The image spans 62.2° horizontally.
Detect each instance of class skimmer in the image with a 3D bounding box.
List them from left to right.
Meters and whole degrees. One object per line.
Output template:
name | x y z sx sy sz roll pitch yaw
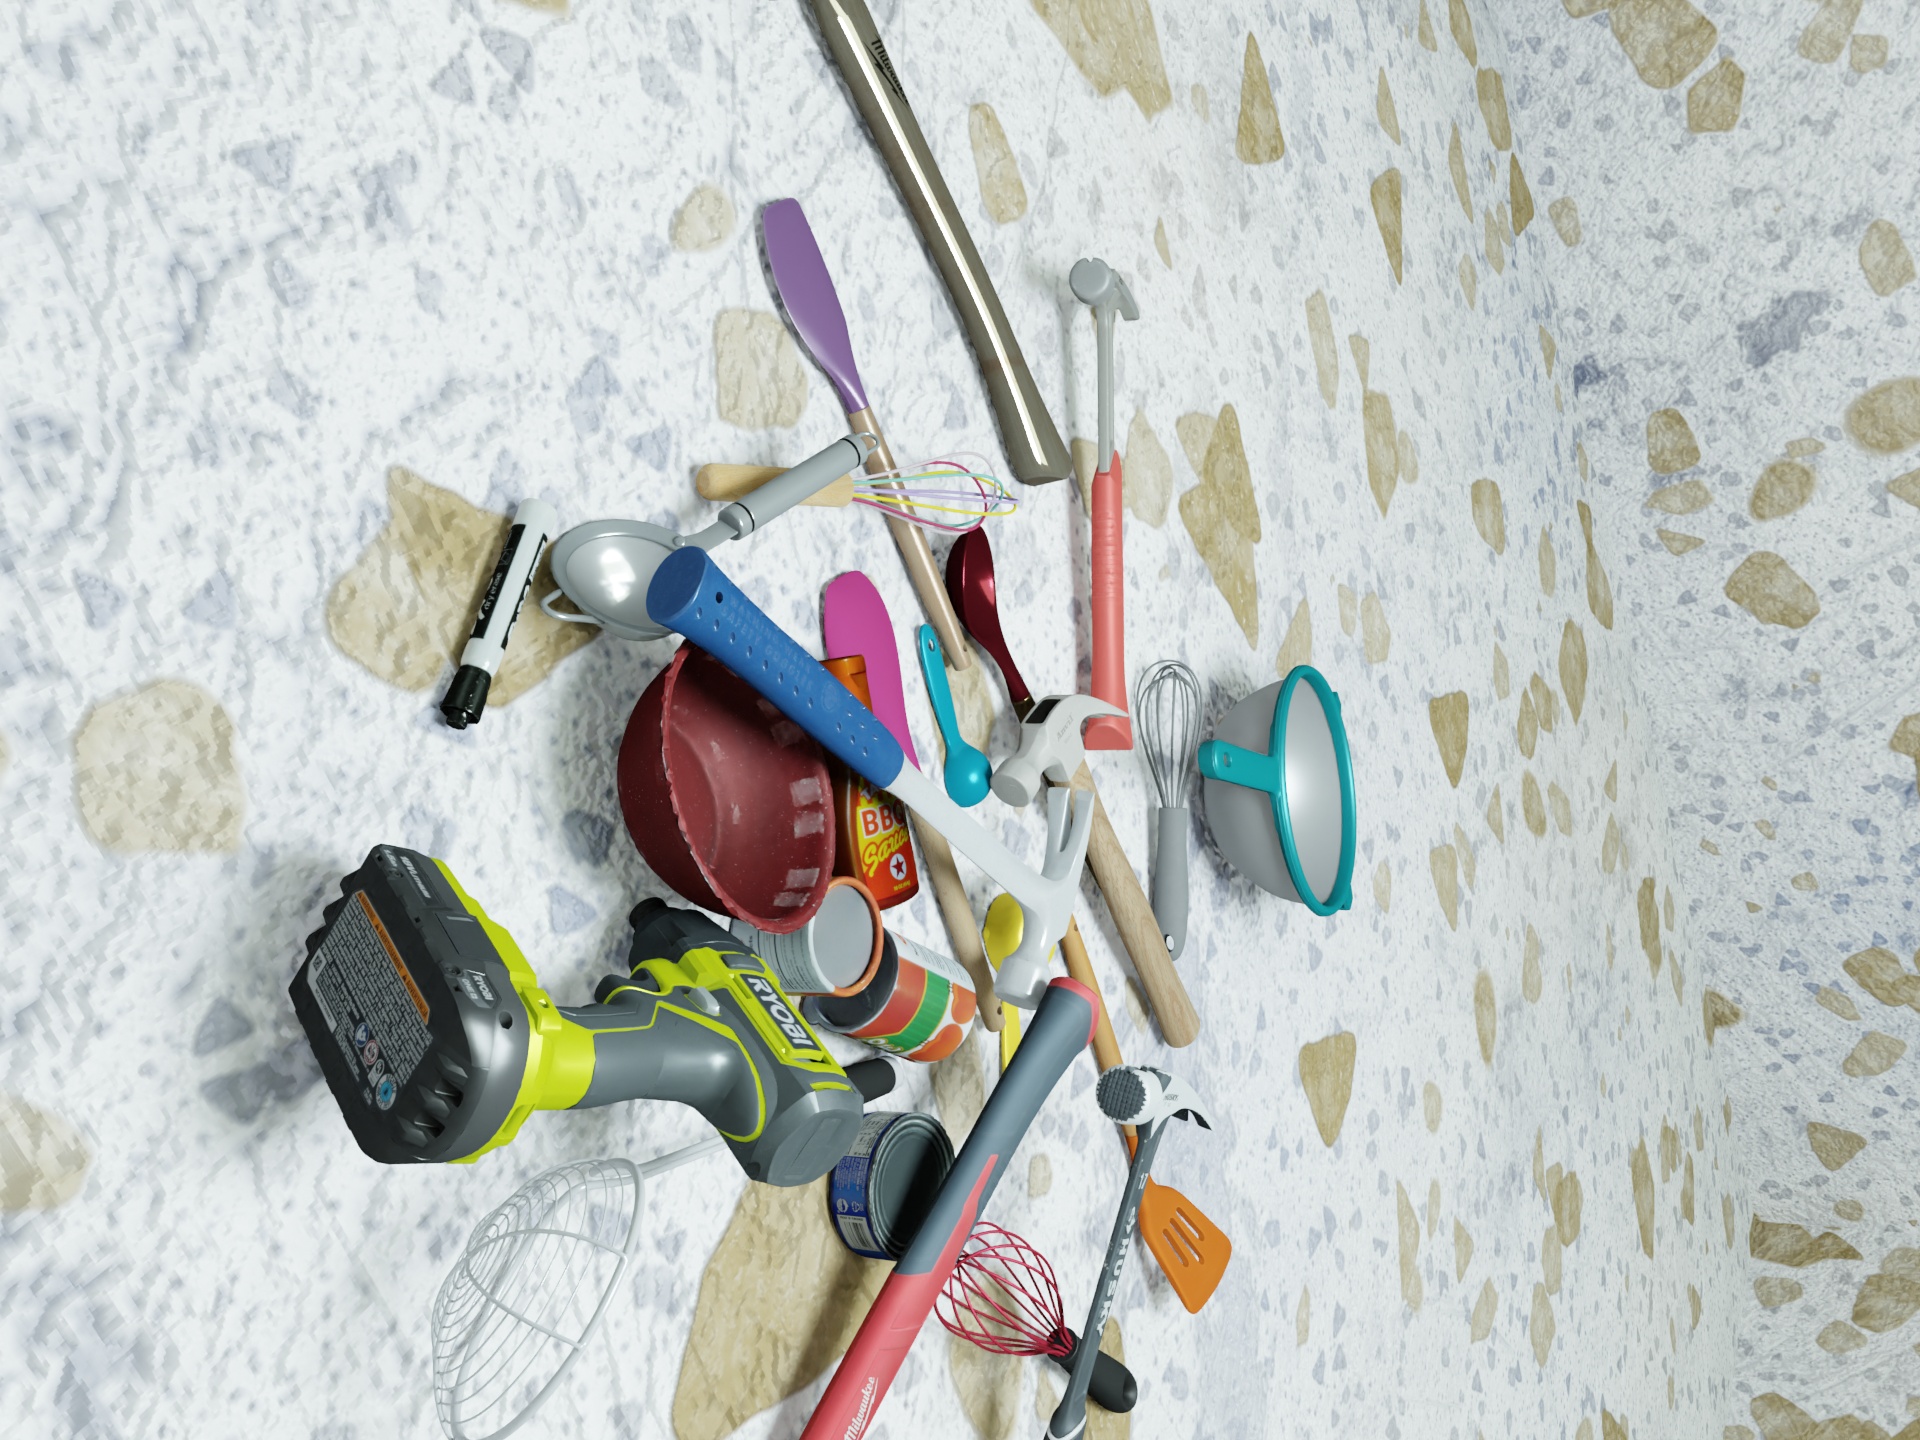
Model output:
skimmer | -0.114 0.239 0.788 0.090 0.127 0.363 55 24 17

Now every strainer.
strainer | -0.124 -0.100 0.845 0.258 0.087 0.050 -40 161 -40
strainer | 0.231 0.053 1.295 0.340 0.095 0.211 15 71 -58

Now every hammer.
hammer | -0.033 0.026 0.891 0.405 0.035 0.144 45 58 -47
hammer | -0.029 0.299 0.886 0.143 0.038 0.386 53 56 -34
hammer | -0.011 -0.346 1.080 0.410 0.038 0.146 62 39 -28
hammer | 0.072 0.415 0.986 0.149 0.036 0.409 27 79 -60
hammer | 0.113 -0.157 1.208 0.149 0.037 0.359 3 86 -75
hammer | 0.117 0.118 1.164 0.130 0.031 0.331 -54 132 -37

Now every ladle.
ladle | 0.053 0.003 1.123 0.315 0.031 0.069 65 30 -28

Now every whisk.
whisk | -0.057 -0.140 0.961 0.245 0.051 0.047 -5 69 -44
whisk | 0.060 0.403 1.044 0.295 0.073 0.073 54 44 -44
whisk | 0.165 0.071 1.260 0.055 0.055 0.239 4 86 -55

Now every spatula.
spatula | -0.055 -0.172 1.003 0.060 0.018 0.315 -50 123 -51
spatula | 0.129 0.282 1.173 0.081 0.041 0.322 -37 114 -50

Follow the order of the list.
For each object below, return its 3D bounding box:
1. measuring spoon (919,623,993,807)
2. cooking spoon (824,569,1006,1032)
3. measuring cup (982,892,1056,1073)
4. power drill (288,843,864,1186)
measuring spoon | -0.002 -0.003 1.047 0.042 0.021 0.128 -35 115 -52
cooking spoon | -0.023 0.057 1.011 0.069 0.017 0.318 -37 114 -50
measuring cup | 0.044 0.194 1.074 0.062 0.029 0.156 13 73 -54
power drill | -0.164 0.126 0.699 0.223 0.171 0.080 20 109 -50
